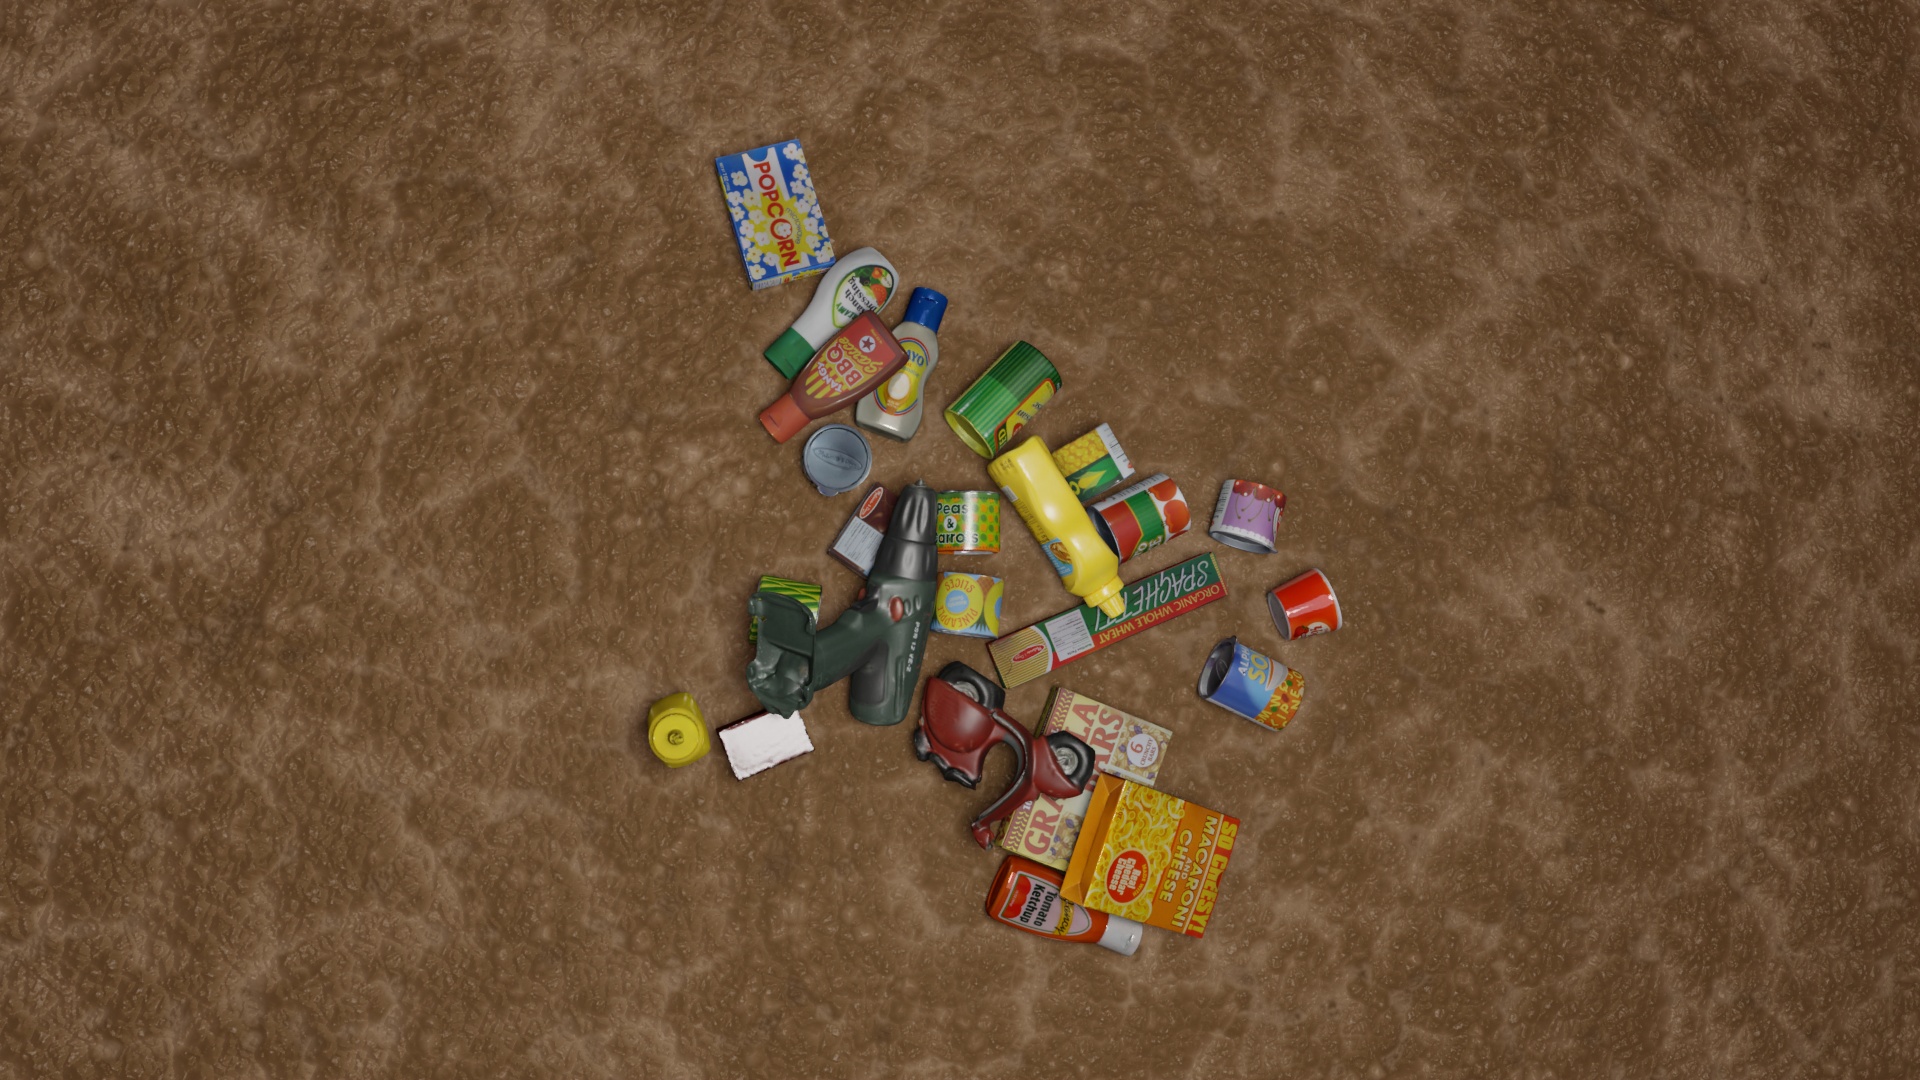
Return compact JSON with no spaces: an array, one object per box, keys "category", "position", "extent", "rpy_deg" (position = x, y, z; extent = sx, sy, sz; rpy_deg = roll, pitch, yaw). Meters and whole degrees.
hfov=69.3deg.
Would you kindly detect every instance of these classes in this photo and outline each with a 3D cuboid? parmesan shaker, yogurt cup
[{"category":"parmesan shaker","position":[0.042,-0.139,1.358],"extent":[0.071,0.071,0.103],"rpy_deg":[45,79,-5]},{"category":"yogurt cup","position":[0.346,0.068,1.406],"extent":[0.054,0.072,0.072],"rpy_deg":[-20,90,-4]}]

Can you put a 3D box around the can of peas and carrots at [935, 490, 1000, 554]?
[{"category":"can of peas and carrots","position":[0.005,-0.017,1.341],"extent":[0.071,0.071,0.058],"rpy_deg":[0,86,-11]}]

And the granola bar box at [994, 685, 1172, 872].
[{"category":"granola bar box","position":[0.121,0.241,1.359],"extent":[0.124,0.039,0.166],"rpy_deg":[22,81,-8]}]

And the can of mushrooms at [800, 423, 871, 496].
[{"category":"can of mushrooms","position":[-0.121,-0.075,1.340],"extent":[0.071,0.033,0.071],"rpy_deg":[1,85,-12]}]

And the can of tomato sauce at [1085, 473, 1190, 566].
[{"category":"can of tomato sauce","position":[0.177,-0.019,1.378],"extent":[0.083,0.071,0.071],"rpy_deg":[-26,91,-13]}]

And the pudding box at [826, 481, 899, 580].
[{"category":"pudding box","position":[-0.086,-0.009,1.343],"extent":[0.049,0.030,0.084],"rpy_deg":[35,80,-6]}]

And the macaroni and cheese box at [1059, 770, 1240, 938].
[{"category":"macaroni and cheese box","position":[0.185,0.304,1.332],"extent":[0.166,0.040,0.124],"rpy_deg":[24,82,-33]}]

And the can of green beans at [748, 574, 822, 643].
[{"category":"can of green beans","position":[-0.165,0.069,1.302],"extent":[0.058,0.071,0.071],"rpy_deg":[12,84,-10]}]

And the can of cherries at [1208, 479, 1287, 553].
[{"category":"can of cherries","position":[0.292,-0.024,1.400],"extent":[0.071,0.071,0.058],"rpy_deg":[19,81,-9]}]

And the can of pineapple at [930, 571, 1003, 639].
[{"category":"can of pineapple","position":[0.006,0.063,1.335],"extent":[0.071,0.071,0.058],"rpy_deg":[8,84,-10]}]

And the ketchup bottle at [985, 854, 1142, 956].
[{"category":"ketchup bottle","position":[0.102,0.359,1.343],"extent":[0.149,0.043,0.064],"rpy_deg":[24,93,-9]}]

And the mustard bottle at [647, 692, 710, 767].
[{"category":"mustard bottle","position":[-0.251,0.170,1.230],"extent":[0.049,0.160,0.065],"rpy_deg":[-21,89,-10]}]

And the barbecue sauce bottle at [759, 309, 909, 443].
[{"category":"barbecue sauce bottle","position":[-0.124,-0.151,1.323],"extent":[0.148,0.043,0.065],"rpy_deg":[-38,83,7]}]

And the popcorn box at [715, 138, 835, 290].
[{"category":"popcorn box","position":[-0.180,-0.314,1.345],"extent":[0.085,0.038,0.126],"rpy_deg":[-17,89,-11]}]

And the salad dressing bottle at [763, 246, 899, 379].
[{"category":"salad dressing bottle","position":[-0.126,-0.218,1.342],"extent":[0.148,0.044,0.064],"rpy_deg":[-45,130,-5]}]

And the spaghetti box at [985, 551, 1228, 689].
[{"category":"spaghetti box","position":[0.147,0.078,1.382],"extent":[0.251,0.028,0.050],"rpy_deg":[-22,90,-12]}]

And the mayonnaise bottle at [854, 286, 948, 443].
[{"category":"mayonnaise bottle","position":[-0.053,-0.173,1.357],"extent":[0.065,0.041,0.148],"rpy_deg":[19,82,-4]}]

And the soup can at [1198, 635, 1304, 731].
[{"category":"soup can","position":[0.292,0.142,1.385],"extent":[0.084,0.071,0.071],"rpy_deg":[25,81,-9]}]

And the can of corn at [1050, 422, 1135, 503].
[{"category":"can of corn","position":[0.128,-0.075,1.373],"extent":[0.071,0.071,0.058],"rpy_deg":[-30,91,-12]}]
